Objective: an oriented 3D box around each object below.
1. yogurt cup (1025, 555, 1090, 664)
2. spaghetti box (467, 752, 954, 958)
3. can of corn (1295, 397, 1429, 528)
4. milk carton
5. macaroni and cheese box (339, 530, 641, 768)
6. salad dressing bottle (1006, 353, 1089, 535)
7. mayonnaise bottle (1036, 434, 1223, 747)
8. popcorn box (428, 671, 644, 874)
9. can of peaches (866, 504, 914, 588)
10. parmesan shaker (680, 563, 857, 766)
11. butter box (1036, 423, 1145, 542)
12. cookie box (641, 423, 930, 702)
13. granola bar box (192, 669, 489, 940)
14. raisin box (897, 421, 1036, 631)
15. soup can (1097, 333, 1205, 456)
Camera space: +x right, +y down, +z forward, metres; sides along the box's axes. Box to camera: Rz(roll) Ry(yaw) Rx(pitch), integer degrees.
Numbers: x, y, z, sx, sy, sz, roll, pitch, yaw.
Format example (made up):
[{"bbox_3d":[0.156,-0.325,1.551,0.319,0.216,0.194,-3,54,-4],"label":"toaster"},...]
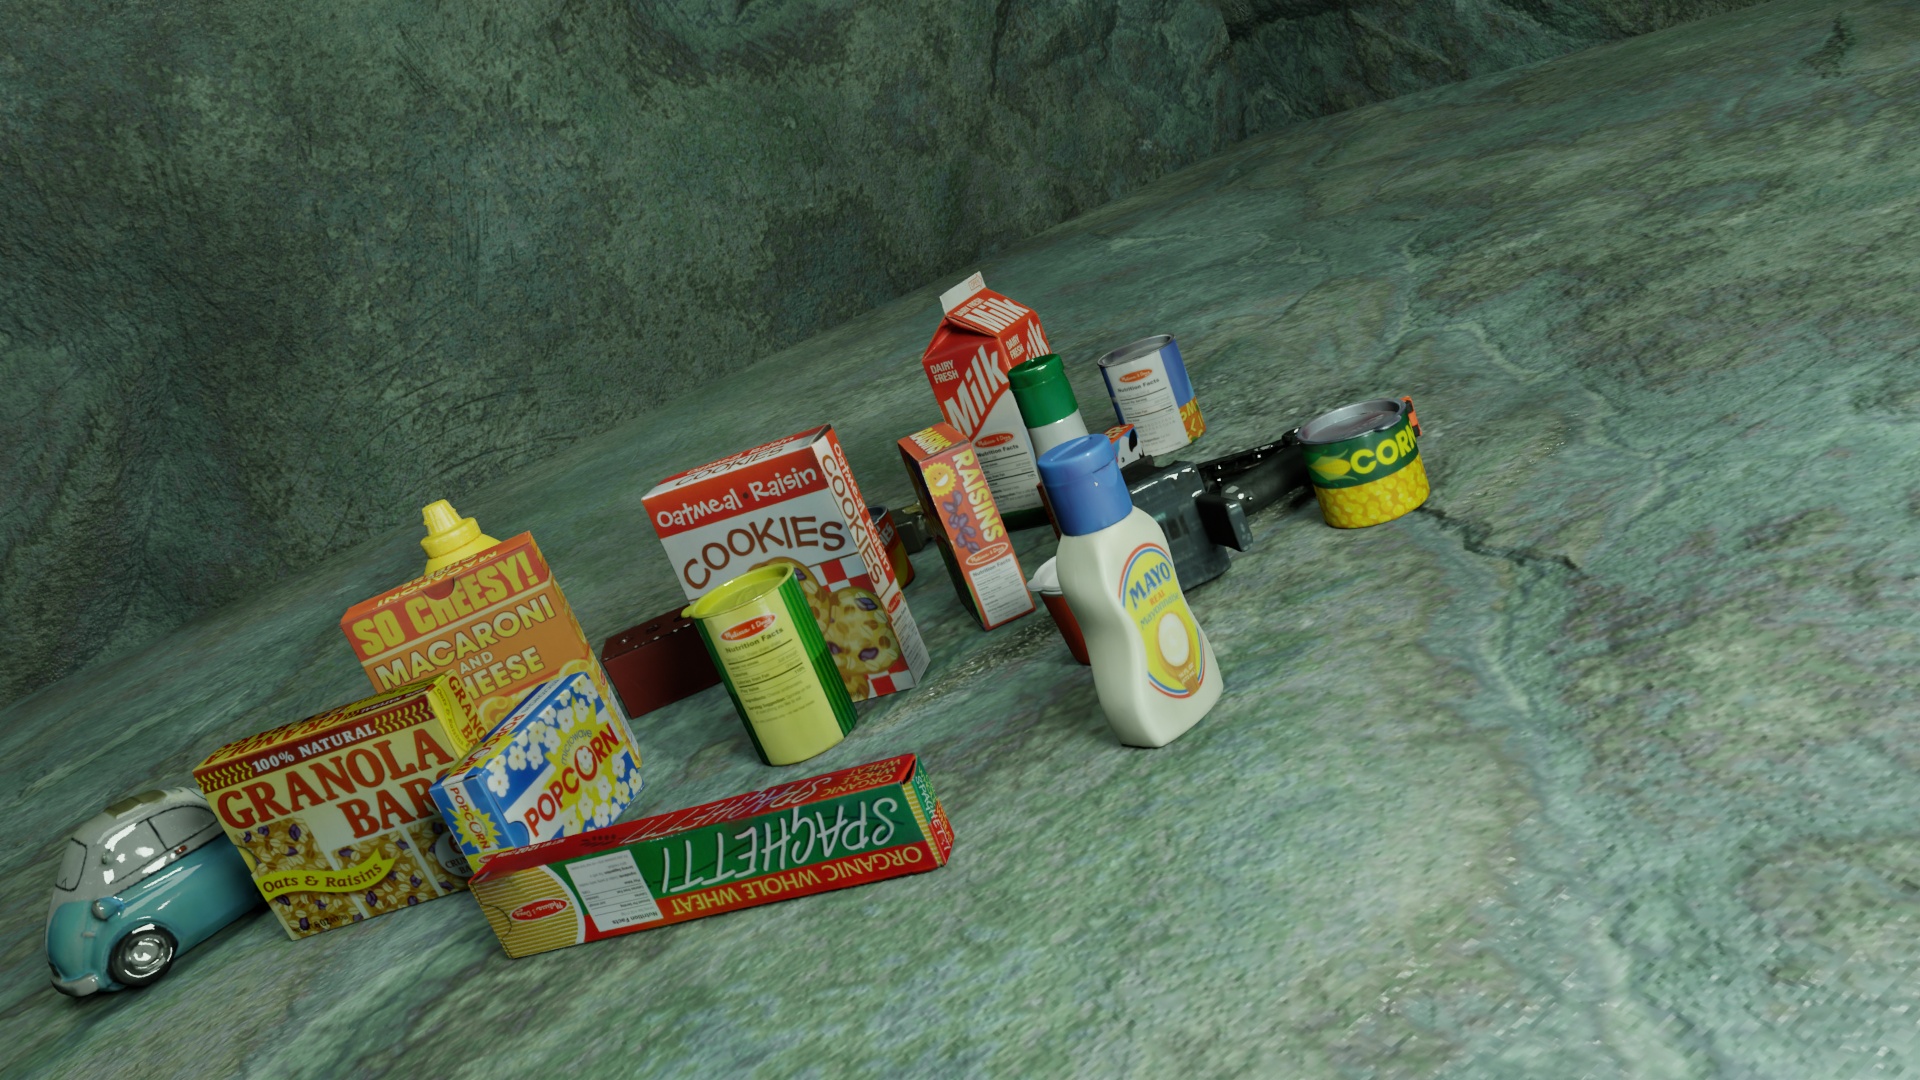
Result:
[{"bbox_3d":[0.082,0.035,0.794,0.072,0.053,0.072,-20,16,6],"label":"yogurt cup"},{"bbox_3d":[-0.124,0.156,0.678,0.250,0.050,0.029,-16,17,18],"label":"spaghetti box"},{"bbox_3d":[0.245,-0.046,0.837,0.071,0.058,0.071,-20,16,6],"label":"can of corn"},{"bbox_3d":[0.033,-0.108,1.070,0.073,0.190,0.073,-12,19,32],"label":"milk carton"},{"bbox_3d":[-0.295,0.095,0.884,0.124,0.166,0.040,-25,16,-11],"label":"macaroni and cheese box"},{"bbox_3d":[0.072,-0.047,0.901,0.044,0.147,0.064,-19,16,10],"label":"salad dressing bottle"},{"bbox_3d":[0.079,0.023,0.668,0.065,0.147,0.041,-34,20,-36],"label":"mayonnaise bottle"},{"bbox_3d":[-0.242,0.143,0.808,0.038,0.085,0.127,-16,17,19],"label":"popcorn box"},{"bbox_3d":[-0.074,0.013,1.057,0.071,0.058,0.071,-20,16,6],"label":"can of peaches"},{"bbox_3d":[-0.113,0.075,0.828,0.071,0.102,0.071,-20,16,6],"label":"parmesan shaker"},{"bbox_3d":[0.100,-0.041,1.013,0.024,0.053,0.104,-6,22,44],"label":"butter box"},{"bbox_3d":[-0.107,0.025,0.866,0.123,0.167,0.040,-16,17,20],"label":"cookie box"},{"bbox_3d":[-0.351,0.159,0.827,0.165,0.124,0.039,-18,16,12],"label":"granola bar box"},{"bbox_3d":[0.003,-0.012,0.919,0.040,0.123,0.086,-24,16,-5],"label":"raisin box"},{"bbox_3d":[0.157,-0.119,1.136,0.071,0.083,0.071,-20,16,6],"label":"soup can"}]
